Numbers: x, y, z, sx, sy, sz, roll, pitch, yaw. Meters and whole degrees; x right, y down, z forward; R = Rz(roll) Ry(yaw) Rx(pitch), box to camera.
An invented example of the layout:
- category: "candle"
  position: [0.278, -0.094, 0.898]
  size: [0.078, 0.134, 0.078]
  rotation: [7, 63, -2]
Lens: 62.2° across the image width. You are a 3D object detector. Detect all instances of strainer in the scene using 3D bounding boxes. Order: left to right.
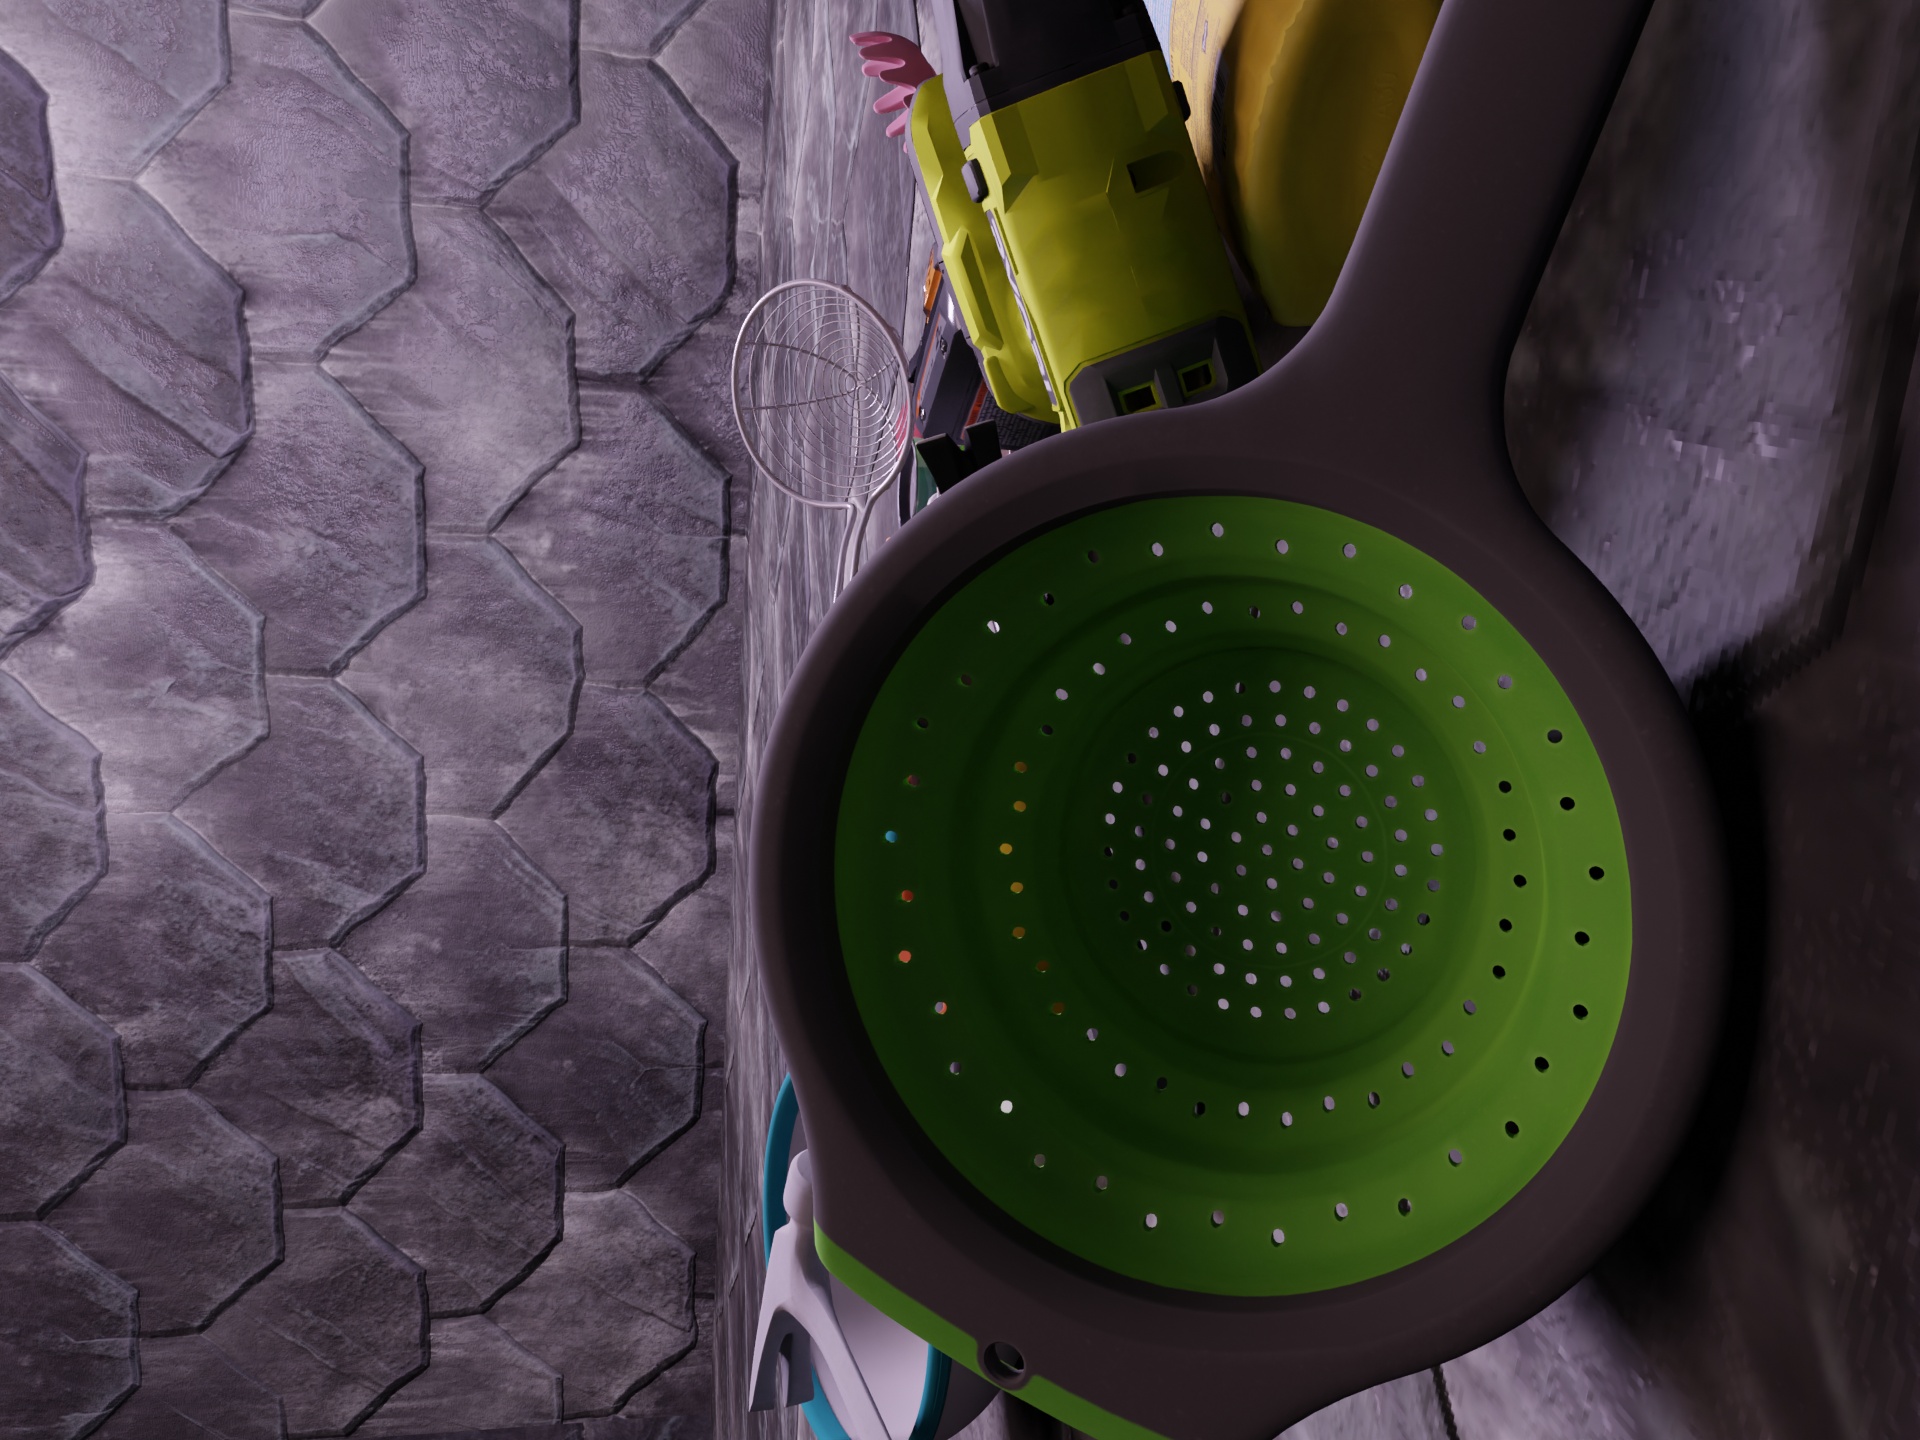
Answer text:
- category: "strainer"
  position: [-0.015, 0.202, 0.801]
  size: [0.211, 0.095, 0.340]
  rotation: [16, 102, 61]

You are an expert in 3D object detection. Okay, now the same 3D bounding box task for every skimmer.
- category: "skimmer"
  position: [-0.085, -0.063, 0.843]
  size: [0.127, 0.090, 0.364]
  rotation: [-16, 59, 37]

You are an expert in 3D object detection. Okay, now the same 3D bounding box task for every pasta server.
- category: "pasta server"
  position: [-0.003, -0.255, 0.842]
  size: [0.060, 0.040, 0.316]
  rotation: [63, -170, -62]

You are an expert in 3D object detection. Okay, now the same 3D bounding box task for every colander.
- category: "colander"
  position: [0.089, -0.040, 0.352]
  size: [0.094, 0.204, 0.397]
  rotation: [-8, -60, -68]

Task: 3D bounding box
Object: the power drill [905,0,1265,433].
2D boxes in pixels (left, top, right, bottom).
- category: "power drill"
  position: [0.032, -0.161, 0.495]
  size: [0.223, 0.080, 0.171]
  rotation: [-97, -14, -76]

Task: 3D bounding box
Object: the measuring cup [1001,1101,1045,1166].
- category: "measuring cup"
  position: [0.035, 0.217, 0.703]
  size: [0.083, 0.038, 0.168]
  rotation: [124, 148, -68]

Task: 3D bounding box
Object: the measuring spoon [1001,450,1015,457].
- category: "measuring spoon"
  position: [0.032, -0.093, 0.818]
  size: [0.034, 0.018, 0.124]
  rotation: [-40, 55, 57]

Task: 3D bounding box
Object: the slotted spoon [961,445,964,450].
- category: "slotted spoon"
  position: [0.015, -0.288, 0.880]
  size: [0.070, 0.031, 0.313]
  rotation: [-105, 21, -51]

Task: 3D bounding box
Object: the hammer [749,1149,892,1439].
- category: "hammer"
  position: [-0.002, 0.361, 0.635]
  size: [0.406, 0.035, 0.144]
  rotation: [48, 130, 51]

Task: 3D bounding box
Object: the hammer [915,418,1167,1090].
- category: "hammer"
  position: [0.040, 0.024, 0.640]
  size: [0.146, 0.035, 0.335]
  rotation: [67, -173, -53]

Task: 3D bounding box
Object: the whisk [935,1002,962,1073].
- category: "whisk"
  position: [-0.024, 0.077, 0.964]
  size: [0.073, 0.073, 0.296]
  rotation: [112, 149, -59]

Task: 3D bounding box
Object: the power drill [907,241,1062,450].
- category: "power drill"
  position: [0.022, -0.236, 0.726]
  size: [0.185, 0.084, 0.226]
  rotation: [120, 153, -70]

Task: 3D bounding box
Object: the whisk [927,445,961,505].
- category: "whisk"
  position: [-0.006, -0.132, 0.934]
  size: [0.059, 0.058, 0.246]
  rotation: [-55, -13, -35]

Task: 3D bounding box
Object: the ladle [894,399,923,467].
- category: "ladle"
  position: [-0.006, -0.271, 0.976]
  size: [0.069, 0.031, 0.315]
  rotation: [-93, 14, -46]

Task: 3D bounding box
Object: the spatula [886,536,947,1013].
- category: "spatula"
  position: [-0.033, 0.039, 0.924]
  size: [0.041, 0.081, 0.323]
  rotation: [69, -163, -72]
